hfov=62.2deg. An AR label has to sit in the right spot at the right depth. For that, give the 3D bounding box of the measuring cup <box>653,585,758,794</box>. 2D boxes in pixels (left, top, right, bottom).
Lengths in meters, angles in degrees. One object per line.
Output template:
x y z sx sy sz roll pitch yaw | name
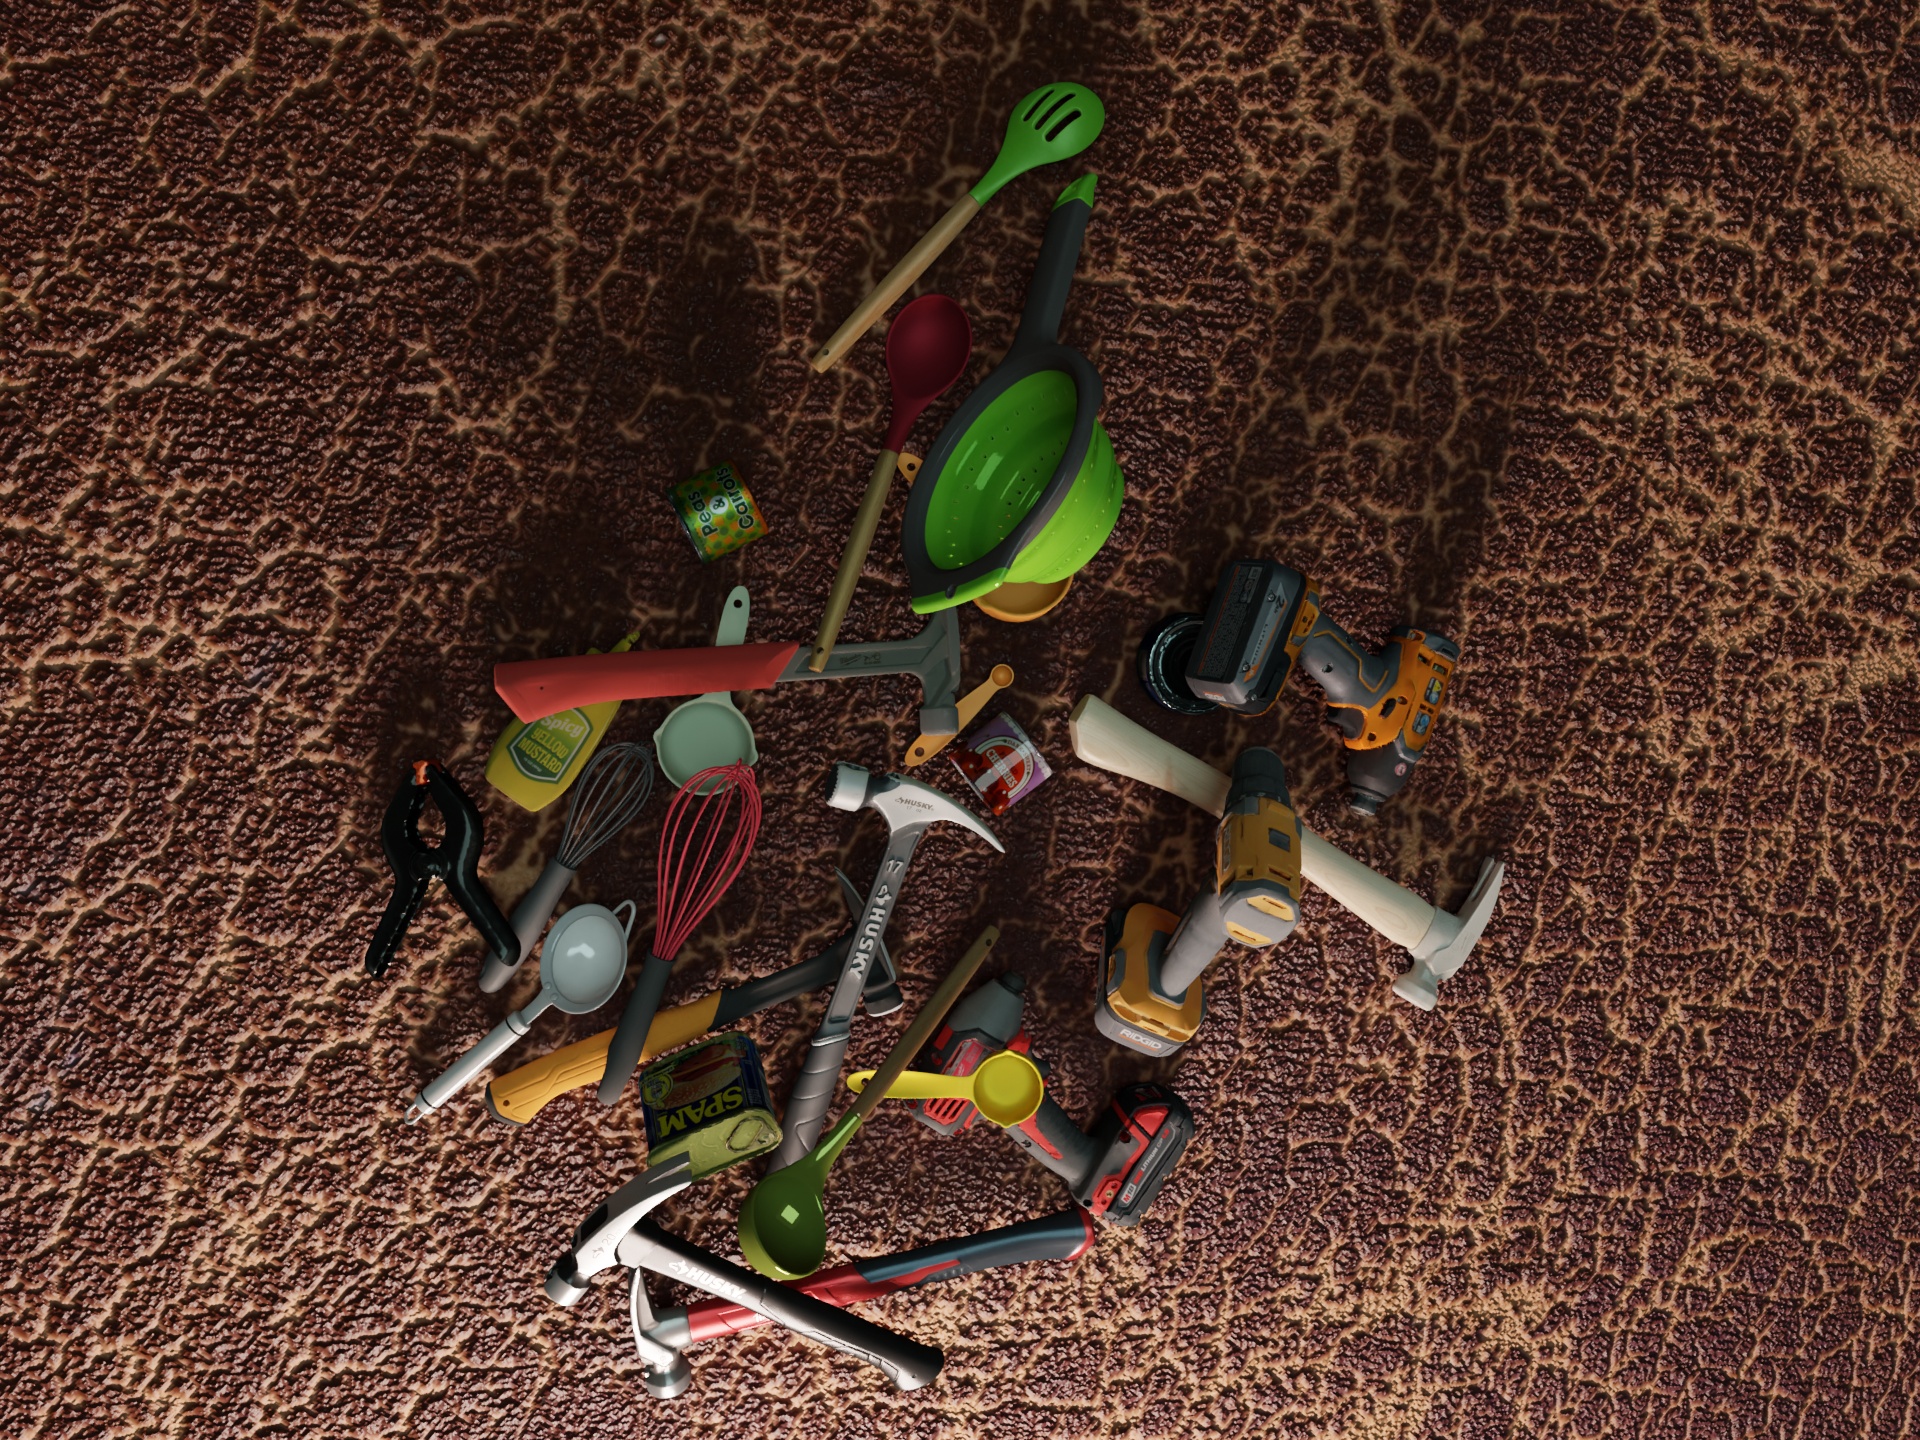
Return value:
-0.193 -0.024 1.262 0.083 0.038 0.167 13 87 -13 | measuring cup

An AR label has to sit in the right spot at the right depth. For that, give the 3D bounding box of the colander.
0.075 -0.243 1.218 0.094 0.204 0.397 30 64 -31 | colander

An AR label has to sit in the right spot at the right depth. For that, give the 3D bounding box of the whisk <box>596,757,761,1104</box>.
-0.224 0.164 1.226 0.073 0.073 0.296 21 98 -12 | whisk

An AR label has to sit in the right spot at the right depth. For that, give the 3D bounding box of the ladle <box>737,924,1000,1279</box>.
-0.059 0.285 1.225 0.078 0.062 0.320 47 67 -20 | ladle

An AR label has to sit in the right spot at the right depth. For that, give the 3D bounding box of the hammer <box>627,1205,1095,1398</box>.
-0.077 0.449 1.313 0.386 0.038 0.143 -11 115 -11 | hammer

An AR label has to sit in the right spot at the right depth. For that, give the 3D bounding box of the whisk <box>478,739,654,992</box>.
-0.310 0.115 1.248 0.055 0.055 0.239 32 94 -12 | whisk

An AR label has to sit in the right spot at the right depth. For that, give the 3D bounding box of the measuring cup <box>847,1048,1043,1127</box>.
-0.012 0.289 1.271 0.156 0.029 0.062 2 92 5 | measuring cup

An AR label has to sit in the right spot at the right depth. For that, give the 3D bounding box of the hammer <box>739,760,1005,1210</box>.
-0.092 0.235 1.269 0.149 0.036 0.409 15 104 -18 | hammer

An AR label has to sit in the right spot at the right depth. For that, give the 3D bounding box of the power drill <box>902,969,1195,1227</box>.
0.077 0.311 1.324 0.219 0.078 0.143 32 90 -8 | power drill

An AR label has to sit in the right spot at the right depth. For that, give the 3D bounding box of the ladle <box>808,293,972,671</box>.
-0.062 -0.186 1.242 0.069 0.031 0.315 17 80 9 | ladle

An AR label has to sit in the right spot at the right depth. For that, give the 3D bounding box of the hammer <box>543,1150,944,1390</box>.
-0.146 0.453 1.253 0.334 0.035 0.146 34 104 -25 | hammer

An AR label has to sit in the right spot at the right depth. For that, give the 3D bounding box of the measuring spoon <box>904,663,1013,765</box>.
-0.002 -0.004 1.311 0.117 0.011 0.021 -43 101 0 | measuring spoon

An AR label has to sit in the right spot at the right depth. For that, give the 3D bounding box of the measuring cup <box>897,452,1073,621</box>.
0.014 -0.150 1.280 0.173 0.052 0.095 42 83 3 | measuring cup

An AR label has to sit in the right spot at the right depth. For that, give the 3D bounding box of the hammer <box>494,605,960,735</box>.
-0.173 -0.050 1.227 0.359 0.037 0.149 -5 90 -19 | hammer

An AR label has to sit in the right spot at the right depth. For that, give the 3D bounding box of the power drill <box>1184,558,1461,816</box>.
0.299 -0.024 1.304 0.226 0.084 0.164 22 86 -27 | power drill

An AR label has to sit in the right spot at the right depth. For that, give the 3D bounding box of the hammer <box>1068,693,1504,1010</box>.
0.274 0.087 1.355 0.410 0.038 0.146 32 88 -11 | hammer

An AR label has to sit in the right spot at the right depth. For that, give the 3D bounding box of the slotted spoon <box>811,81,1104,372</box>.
-0.006 -0.391 1.258 0.314 0.031 0.070 -46 73 0 | slotted spoon

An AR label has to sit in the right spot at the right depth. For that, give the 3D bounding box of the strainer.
-0.343 0.233 1.257 0.258 0.050 0.087 -41 59 2 | strainer

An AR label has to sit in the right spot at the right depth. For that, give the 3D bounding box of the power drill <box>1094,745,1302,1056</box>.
0.195 0.140 1.271 0.084 0.185 0.226 24 130 -11 | power drill

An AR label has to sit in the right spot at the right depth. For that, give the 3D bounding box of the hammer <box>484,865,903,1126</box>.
-0.221 0.236 1.282 0.337 0.034 0.127 -22 100 -7 | hammer
